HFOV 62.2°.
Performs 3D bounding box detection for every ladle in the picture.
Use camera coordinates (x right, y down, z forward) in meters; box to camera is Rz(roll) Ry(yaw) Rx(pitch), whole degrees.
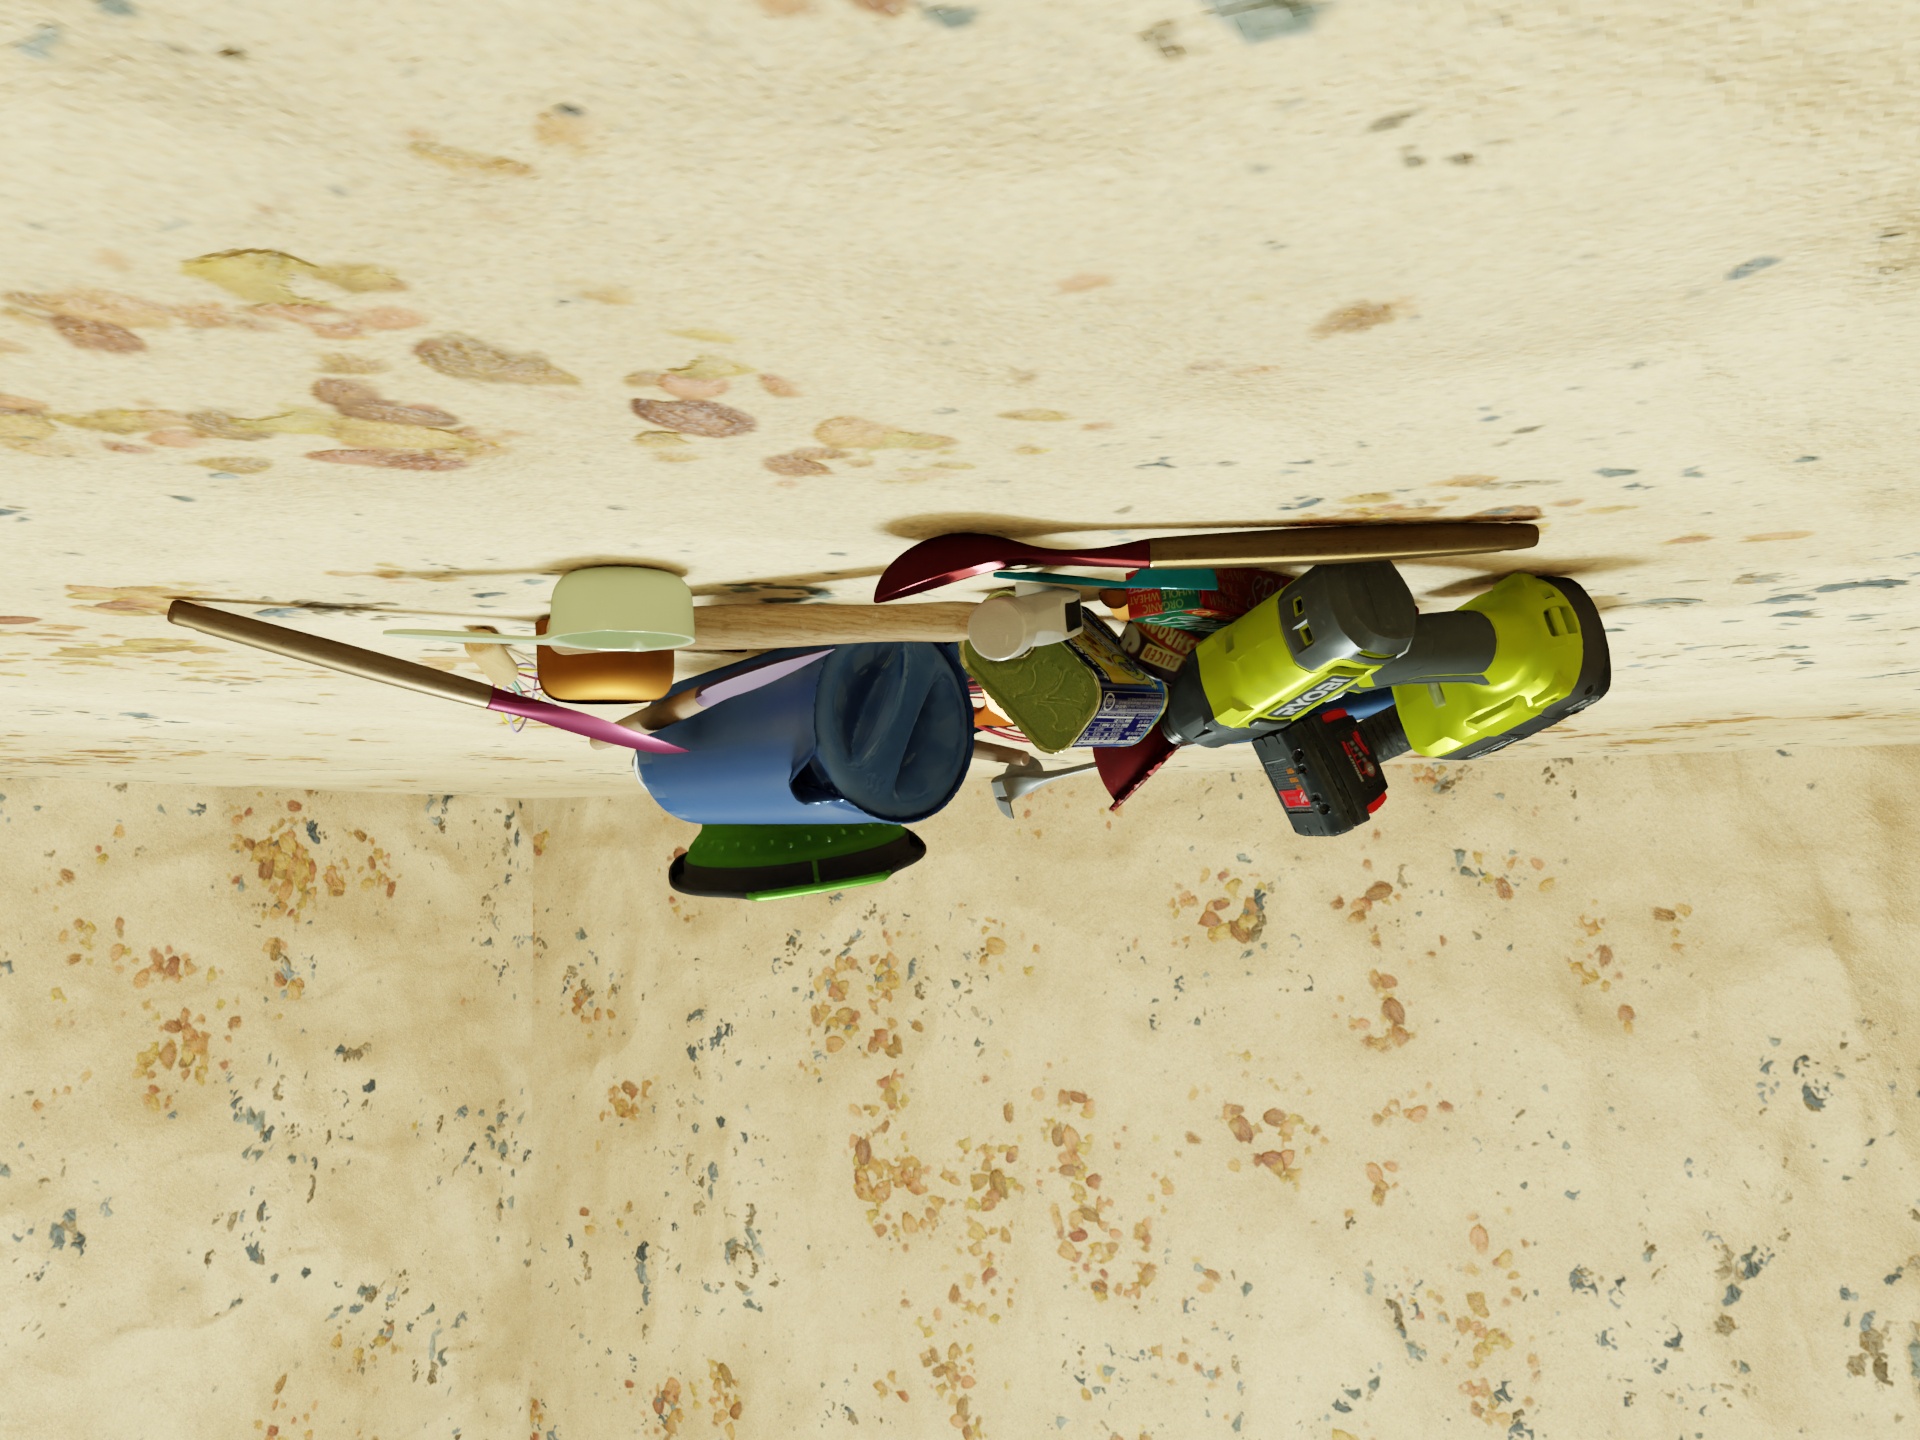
[{"bbox_3d":[0.115,-0.079,0.754,0.315,0.031,0.069,-3,-178,1],"label":"ladle"}]

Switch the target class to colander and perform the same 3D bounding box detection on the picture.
[{"bbox_3d":[-0.153,0.067,1.336,0.204,0.094,0.397,-8,-174,-14],"label":"colander"}]

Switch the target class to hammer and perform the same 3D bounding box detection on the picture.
[{"bbox_3d":[-0.089,-0.053,0.884,0.331,0.031,0.130,0,-171,26],"label":"hammer"},{"bbox_3d":[0.217,0.017,1.371,0.405,0.035,0.144,-14,-174,17],"label":"hammer"}]

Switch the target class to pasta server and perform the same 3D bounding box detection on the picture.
[{"bbox_3d":[-0.063,0.019,1.492,0.316,0.040,0.060,10,-162,39],"label":"pasta server"}]

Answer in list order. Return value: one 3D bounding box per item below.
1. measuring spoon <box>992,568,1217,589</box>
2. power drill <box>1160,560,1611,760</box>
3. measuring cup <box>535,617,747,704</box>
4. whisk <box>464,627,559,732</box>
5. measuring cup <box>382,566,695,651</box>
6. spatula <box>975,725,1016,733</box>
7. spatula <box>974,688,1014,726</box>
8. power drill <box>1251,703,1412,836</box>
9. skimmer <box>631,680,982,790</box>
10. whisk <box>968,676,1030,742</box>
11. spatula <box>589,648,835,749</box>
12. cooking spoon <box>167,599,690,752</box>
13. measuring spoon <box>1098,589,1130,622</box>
[{"bbox_3d":[0.073,-0.080,0.825,0.129,0.021,0.042,7,-173,32],"label":"measuring spoon"},{"bbox_3d":[0.233,-0.028,0.885,0.223,0.080,0.171,1,157,-32],"label":"power drill"},{"bbox_3d":[-0.202,-0.034,1.047,0.095,0.052,0.173,-4,173,35],"label":"measuring cup"},{"bbox_3d":[-0.324,-0.035,1.143,0.047,0.051,0.245,-21,174,-10],"label":"whisk"},{"bbox_3d":[-0.225,-0.060,0.848,0.167,0.038,0.083,1,175,2],"label":"measuring cup"},{"bbox_3d":[0.062,-0.013,1.450,0.317,0.044,0.082,-7,-152,-30],"label":"spatula"},{"bbox_3d":[-0.002,-0.004,1.158,0.081,0.041,0.322,32,157,-18],"label":"spatula"},{"bbox_3d":[0.315,-0.004,1.056,0.219,0.078,0.143,-26,177,-3],"label":"power drill"},{"bbox_3d":[-0.117,0.008,1.333,0.363,0.090,0.127,-5,158,32],"label":"skimmer"},{"bbox_3d":[-0.020,-0.021,1.226,0.296,0.073,0.073,2,177,29],"label":"whisk"},{"bbox_3d":[-0.178,-0.010,1.025,0.059,0.018,0.316,-17,180,-35],"label":"spatula"},{"bbox_3d":[-0.315,-0.021,0.977,0.318,0.017,0.069,18,176,-30],"label":"cooking spoon"},{"bbox_3d":[0.101,-0.067,0.975,0.021,0.011,0.117,-2,175,12],"label":"measuring spoon"}]
